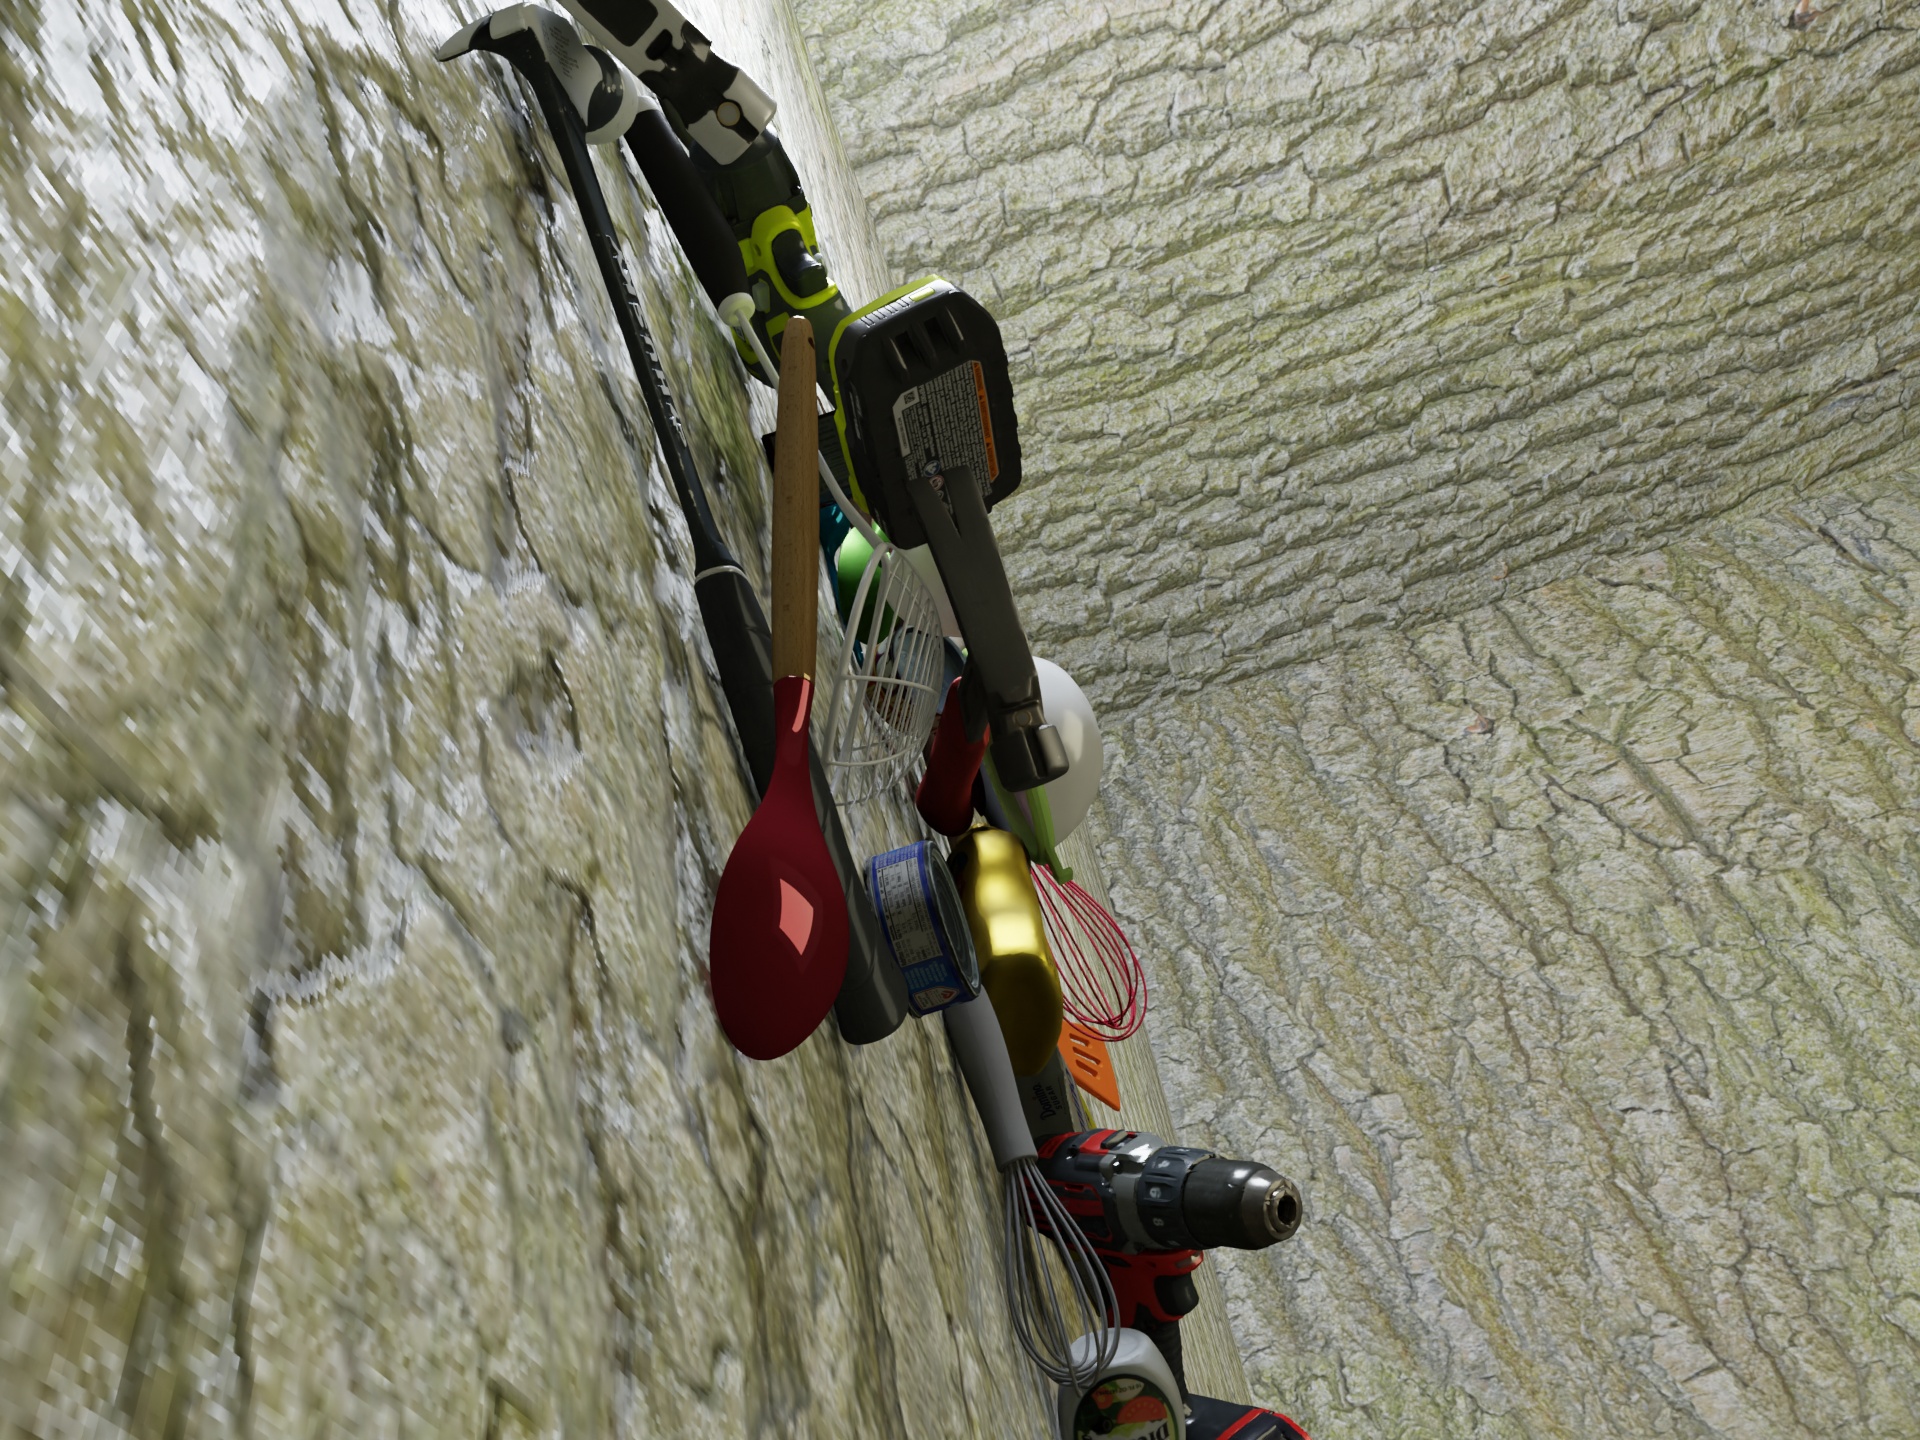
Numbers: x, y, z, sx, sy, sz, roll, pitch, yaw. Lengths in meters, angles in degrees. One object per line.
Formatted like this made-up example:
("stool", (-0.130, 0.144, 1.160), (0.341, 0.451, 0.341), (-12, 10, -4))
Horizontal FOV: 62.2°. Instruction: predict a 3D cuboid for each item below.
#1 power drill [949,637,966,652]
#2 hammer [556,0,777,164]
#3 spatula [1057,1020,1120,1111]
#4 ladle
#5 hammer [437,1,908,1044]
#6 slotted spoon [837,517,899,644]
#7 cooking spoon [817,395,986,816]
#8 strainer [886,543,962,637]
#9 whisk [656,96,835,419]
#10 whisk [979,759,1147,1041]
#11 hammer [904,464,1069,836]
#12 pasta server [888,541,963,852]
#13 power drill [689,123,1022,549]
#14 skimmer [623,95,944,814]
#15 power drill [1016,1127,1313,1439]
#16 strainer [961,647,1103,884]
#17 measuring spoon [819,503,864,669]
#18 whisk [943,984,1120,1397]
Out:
("power drill", (0.007, -0.043, 1.317), (0.186, 0.084, 0.226), (-100, 166, -54))
("hammer", (-0.155, -0.330, 0.710), (0.146, 0.035, 0.335), (40, 13, -24))
("spatula", (0.065, 0.210, 1.253), (0.322, 0.041, 0.081), (64, 9, -47))
("ladle", (-0.060, -0.032, 0.574), (0.069, 0.031, 0.316), (48, 31, -50))
("hammer", (-0.097, -0.070, 0.606), (0.149, 0.036, 0.409), (-61, 132, -81))
("slotted spoon", (-0.050, -0.139, 1.057), (0.314, 0.031, 0.070), (-88, 161, -60))
("cooking spoon", (-0.045, -0.083, 1.071), (0.068, 0.017, 0.319), (108, -40, -73))
("strainer", (-0.029, -0.118, 0.953), (0.259, 0.050, 0.086), (-104, 175, -52))
("whisk", (-0.117, -0.269, 0.955), (0.070, 0.070, 0.284), (-89, 156, -73))
("whisk", (0.049, 0.105, 1.181), (0.296, 0.073, 0.073), (60, 2, 19))
("hammer", (-0.001, -0.003, 0.863), (0.359, 0.036, 0.149), (108, -35, -75))
("pasta server", (-0.018, 0.003, 1.123), (0.060, 0.040, 0.316), (-16, -89, 51))
("power drill", (-0.065, -0.205, 0.805), (0.223, 0.080, 0.171), (50, -16, 34))
("skimmer", (-0.104, -0.131, 0.741), (0.363, 0.090, 0.127), (62, -9, 12))
("power drill", (0.128, 0.330, 0.858), (0.188, 0.080, 0.226), (-14, -86, 51))
("strainer", (0.046, 0.005, 1.091), (0.256, 0.069, 0.151), (-132, -156, -76))
("measuring spoon", (-0.069, -0.091, 0.992), (0.042, 0.021, 0.129), (57, 15, -68))
("whisk", (0.028, 0.229, 0.830), (0.055, 0.055, 0.239), (63, 6, -58))
